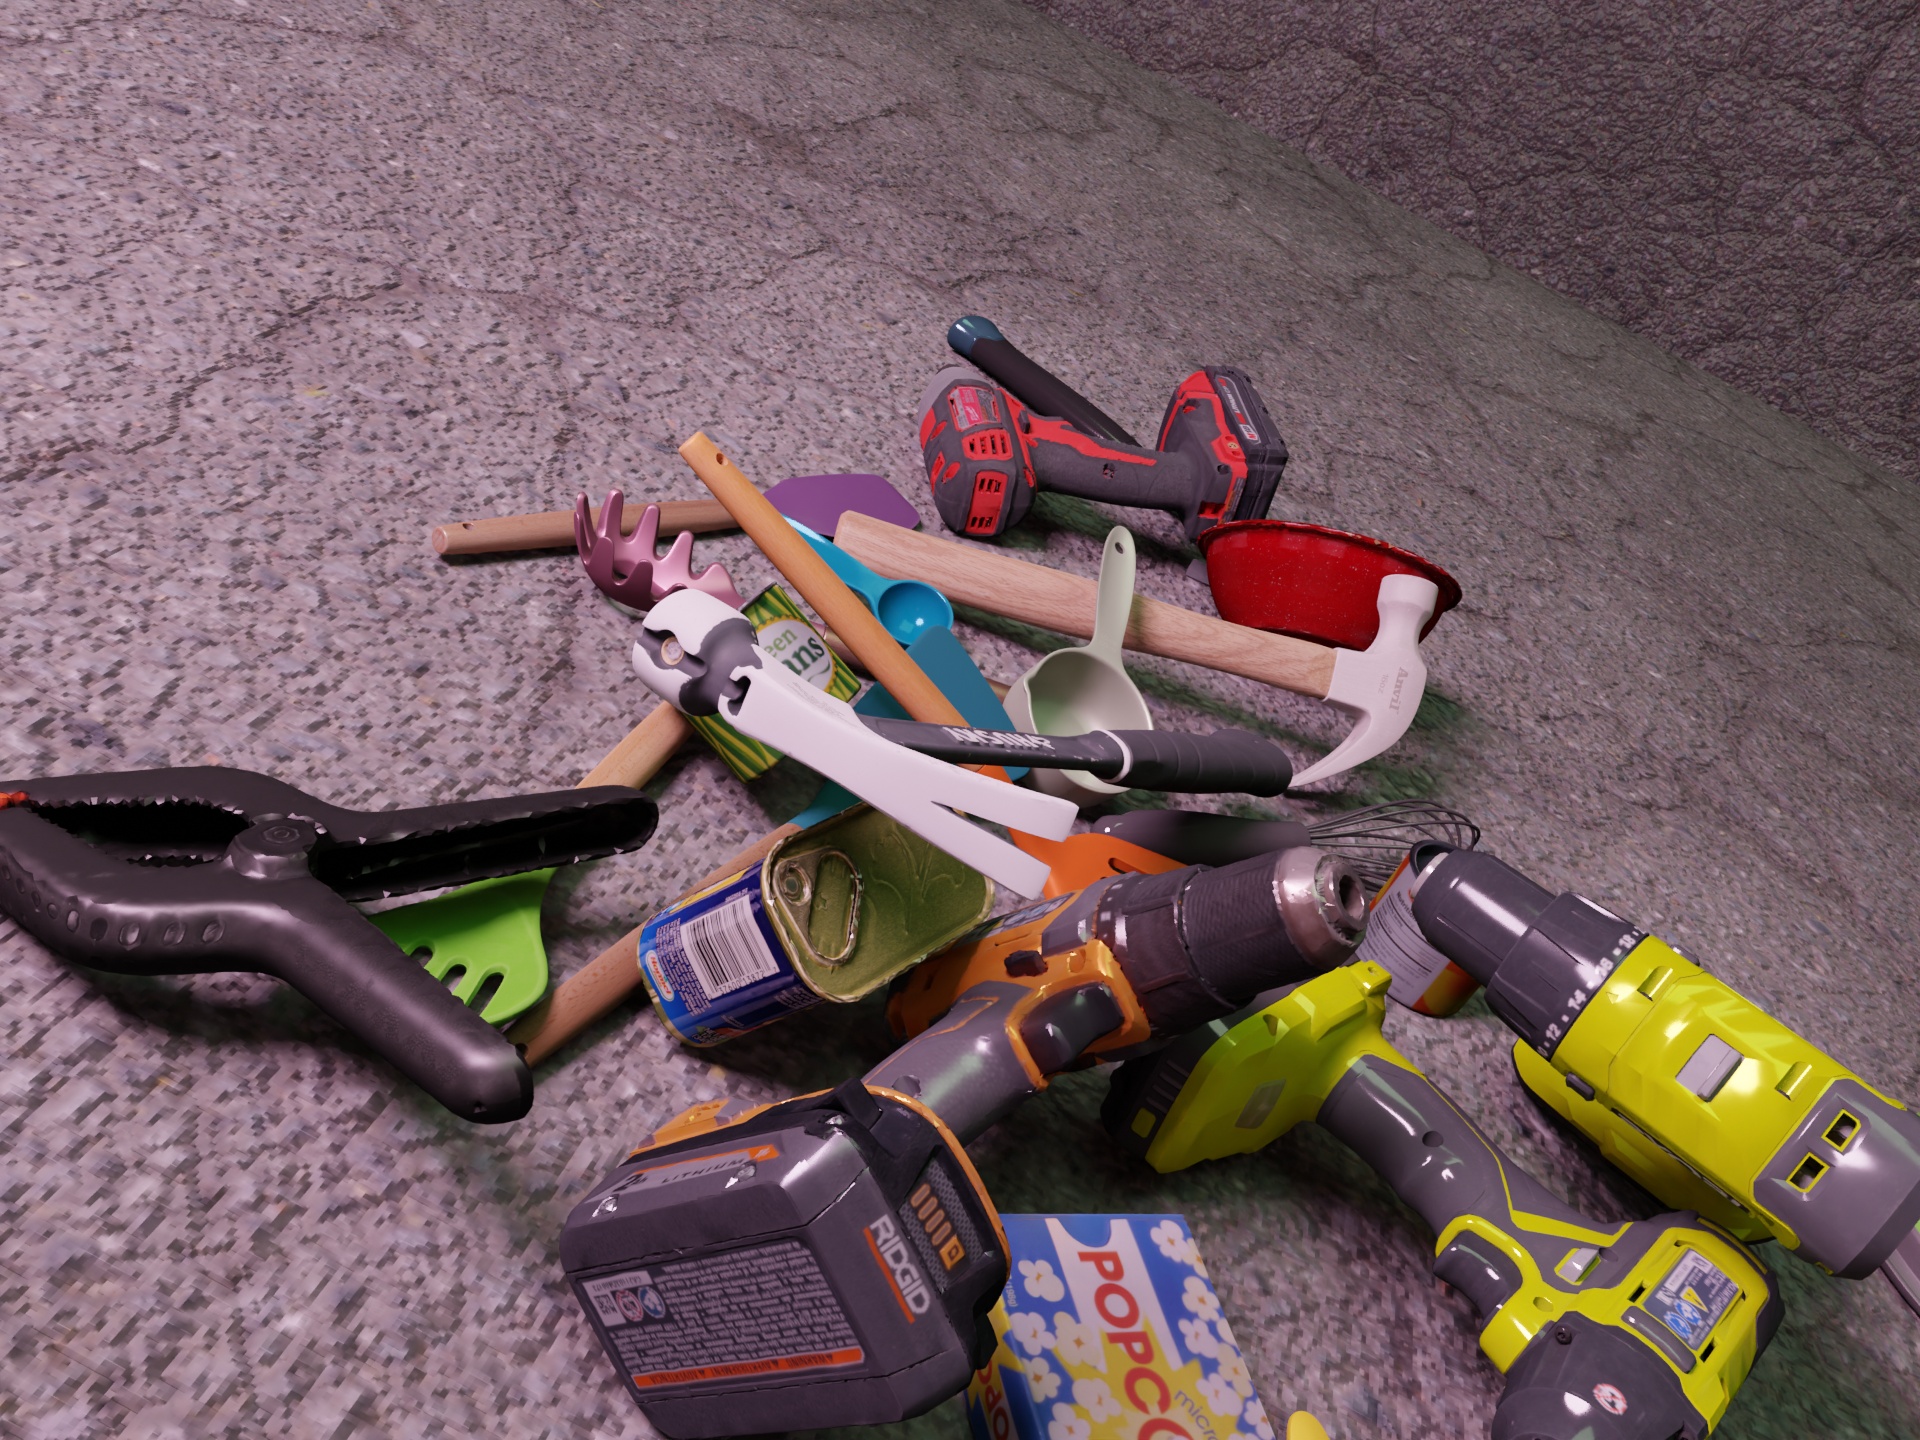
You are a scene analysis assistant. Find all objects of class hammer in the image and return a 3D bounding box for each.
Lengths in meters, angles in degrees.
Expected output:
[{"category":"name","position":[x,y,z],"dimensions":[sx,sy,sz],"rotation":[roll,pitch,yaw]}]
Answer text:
[{"category":"hammer","position":[0.091,-0.052,0.865],"dimensions":[0.331,0.130,0.031],"rotation":[15,-8,-4]},{"category":"hammer","position":[0.055,0.015,0.636],"dimensions":[0.149,0.036,0.408],"rotation":[30,12,28]},{"category":"hammer","position":[0.118,-0.189,1.128],"dimensions":[0.331,0.033,0.128],"rotation":[42,33,21]}]

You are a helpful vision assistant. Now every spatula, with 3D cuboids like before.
[{"category":"spatula","position":[-0.073,0.052,0.627],"dimensions":[0.082,0.044,0.317],"rotation":[58,36,-4]},{"category":"spatula","position":[-0.001,-0.002,0.686],"dimensions":[0.322,0.041,0.081],"rotation":[48,43,-16]},{"category":"spatula","position":[-0.132,-0.106,0.832],"dimensions":[0.316,0.018,0.060],"rotation":[-14,54,-48]}]

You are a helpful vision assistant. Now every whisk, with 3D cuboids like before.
[{"category":"whisk","position":[0.169,0.063,0.798],"dimensions":[0.238,0.055,0.055],"rotation":[5,39,-26]}]

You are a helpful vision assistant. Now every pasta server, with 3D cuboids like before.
[{"category":"pasta server","position":[-0.041,-0.037,0.786],"dimensions":[0.316,0.040,0.060],"rotation":[19,29,-17]}]

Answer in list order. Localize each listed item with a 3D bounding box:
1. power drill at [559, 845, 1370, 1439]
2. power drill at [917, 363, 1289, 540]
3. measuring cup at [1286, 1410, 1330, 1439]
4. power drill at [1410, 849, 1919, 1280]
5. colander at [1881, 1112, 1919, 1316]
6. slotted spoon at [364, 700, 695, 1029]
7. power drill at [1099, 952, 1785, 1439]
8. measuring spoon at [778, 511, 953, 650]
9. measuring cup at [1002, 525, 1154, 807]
[{"category":"power drill","position":[0.014,0.111,0.486],"dimensions":[0.226,0.185,0.084],"rotation":[-32,96,-52]},{"category":"power drill","position":[0.082,-0.174,1.007],"dimensions":[0.219,0.078,0.143],"rotation":[1,43,-14]},{"category":"measuring cup","position":[0.131,0.277,0.475],"dimensions":[0.062,0.029,0.157],"rotation":[14,36,-22]},{"category":"power drill","position":[0.274,0.135,0.636],"dimensions":[0.191,0.080,0.228],"rotation":[39,0,28]},{"category":"colander","position":[0.600,0.300,0.741],"dimensions":[0.204,0.094,0.397],"rotation":[-14,51,-47]},{"category":"slotted spoon","position":[-0.141,0.033,0.619],"dimensions":[0.070,0.031,0.314],"rotation":[19,29,7]},{"category":"power drill","position":[0.167,0.175,0.573],"dimensions":[0.223,0.080,0.171],"rotation":[39,30,30]},{"category":"measuring spoon","position":[-0.062,-0.074,0.833],"dimensions":[0.128,0.021,0.042],"rotation":[32,55,6]},{"category":"measuring cup","position":[0.063,-0.030,0.804],"dimensions":[0.083,0.038,0.168],"rotation":[29,51,-21]}]
